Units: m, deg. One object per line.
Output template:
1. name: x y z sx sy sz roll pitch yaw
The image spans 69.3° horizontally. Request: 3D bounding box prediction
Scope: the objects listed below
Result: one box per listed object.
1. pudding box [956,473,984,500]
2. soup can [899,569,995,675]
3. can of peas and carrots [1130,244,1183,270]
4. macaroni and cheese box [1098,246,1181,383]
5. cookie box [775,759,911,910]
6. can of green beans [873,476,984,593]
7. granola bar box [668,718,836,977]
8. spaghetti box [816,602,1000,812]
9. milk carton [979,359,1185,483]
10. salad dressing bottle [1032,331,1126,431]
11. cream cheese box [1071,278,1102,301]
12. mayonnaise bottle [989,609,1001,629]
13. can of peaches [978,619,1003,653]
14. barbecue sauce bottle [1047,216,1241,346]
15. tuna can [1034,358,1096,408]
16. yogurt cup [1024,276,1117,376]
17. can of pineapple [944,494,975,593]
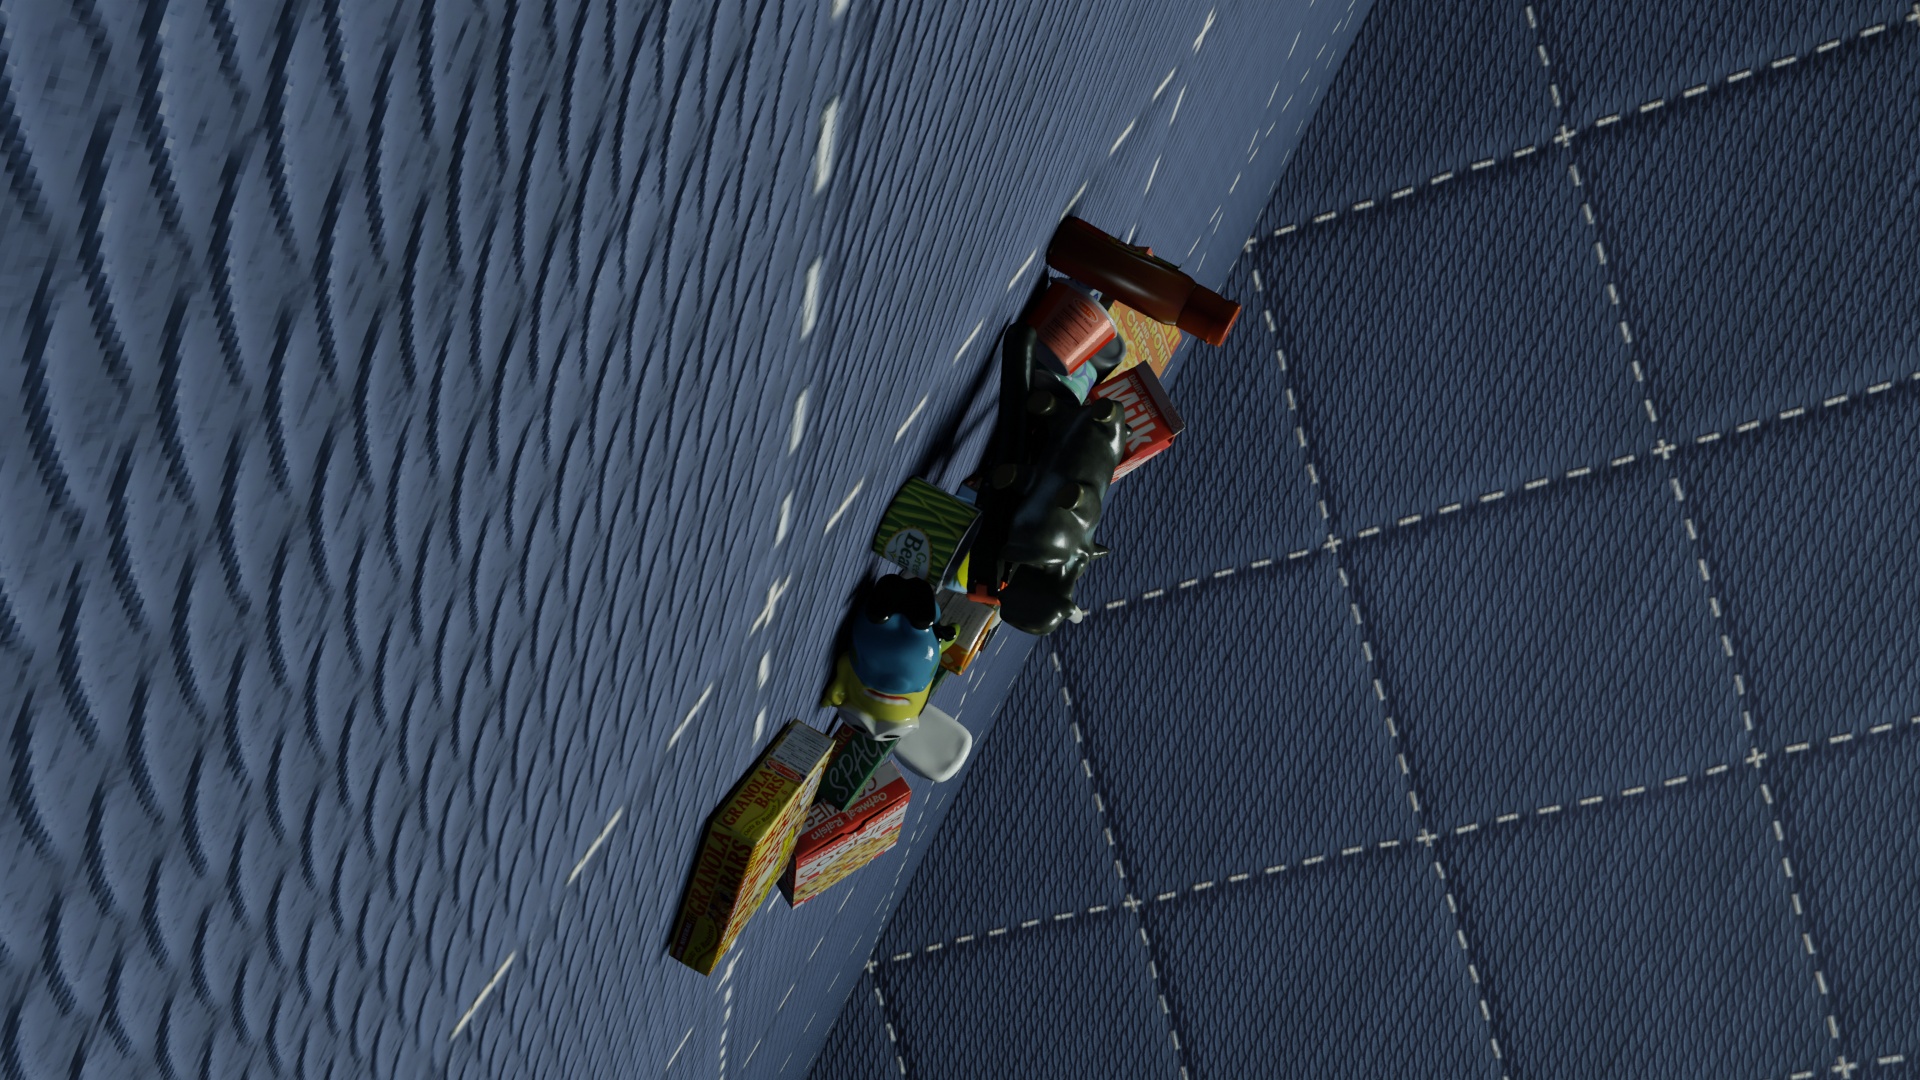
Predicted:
1. pudding box: 0.004 -0.016 1.254 0.083 0.030 0.050 -64 170 19
2. soup can: -0.022 0.069 1.184 0.071 0.084 0.071 -60 172 -13
3. can of peas and carrots: 0.191 -0.271 1.454 0.071 0.059 0.070 -60 172 -15
4. macaroni and cheese box: 0.153 -0.190 1.366 0.167 0.040 0.123 -58 138 -29
5. cookie box: -0.113 0.280 1.310 0.123 0.040 0.166 -28 158 -22
6. can of green beans: -0.023 -0.006 1.017 0.071 0.058 0.071 -60 172 -14
7. granola bar box: -0.158 0.230 1.044 0.125 0.039 0.164 -52 168 -53
8. spaghetti box: -0.048 0.128 1.231 0.250 0.050 0.028 -53 170 -1
9. milk carton: 0.115 -0.084 1.241 0.189 0.072 0.074 -35 170 39
10. salad dressing bottle: 0.097 -0.141 1.262 0.064 0.044 0.147 -45 179 -34
11. cream cheese box: 0.100 -0.205 1.230 0.053 0.024 0.104 -66 171 28
12. mayonnaise bottle: 0.035 0.018 1.458 0.041 0.065 0.147 -38 152 -61
13. can of peaches: 0.016 0.084 1.560 0.071 0.058 0.071 -59 171 -15
14. barbecue sauce bottle: 0.142 -0.198 1.071 0.043 0.148 0.065 -63 172 11
15. tuna can: 0.079 -0.141 1.170 0.033 0.071 0.071 -61 172 -14
16. yogurt cup: 0.083 -0.168 1.109 0.054 0.072 0.072 -48 170 -5
17. can of pineapple: -0.003 0.002 1.146 0.057 0.071 0.071 -66 171 23
